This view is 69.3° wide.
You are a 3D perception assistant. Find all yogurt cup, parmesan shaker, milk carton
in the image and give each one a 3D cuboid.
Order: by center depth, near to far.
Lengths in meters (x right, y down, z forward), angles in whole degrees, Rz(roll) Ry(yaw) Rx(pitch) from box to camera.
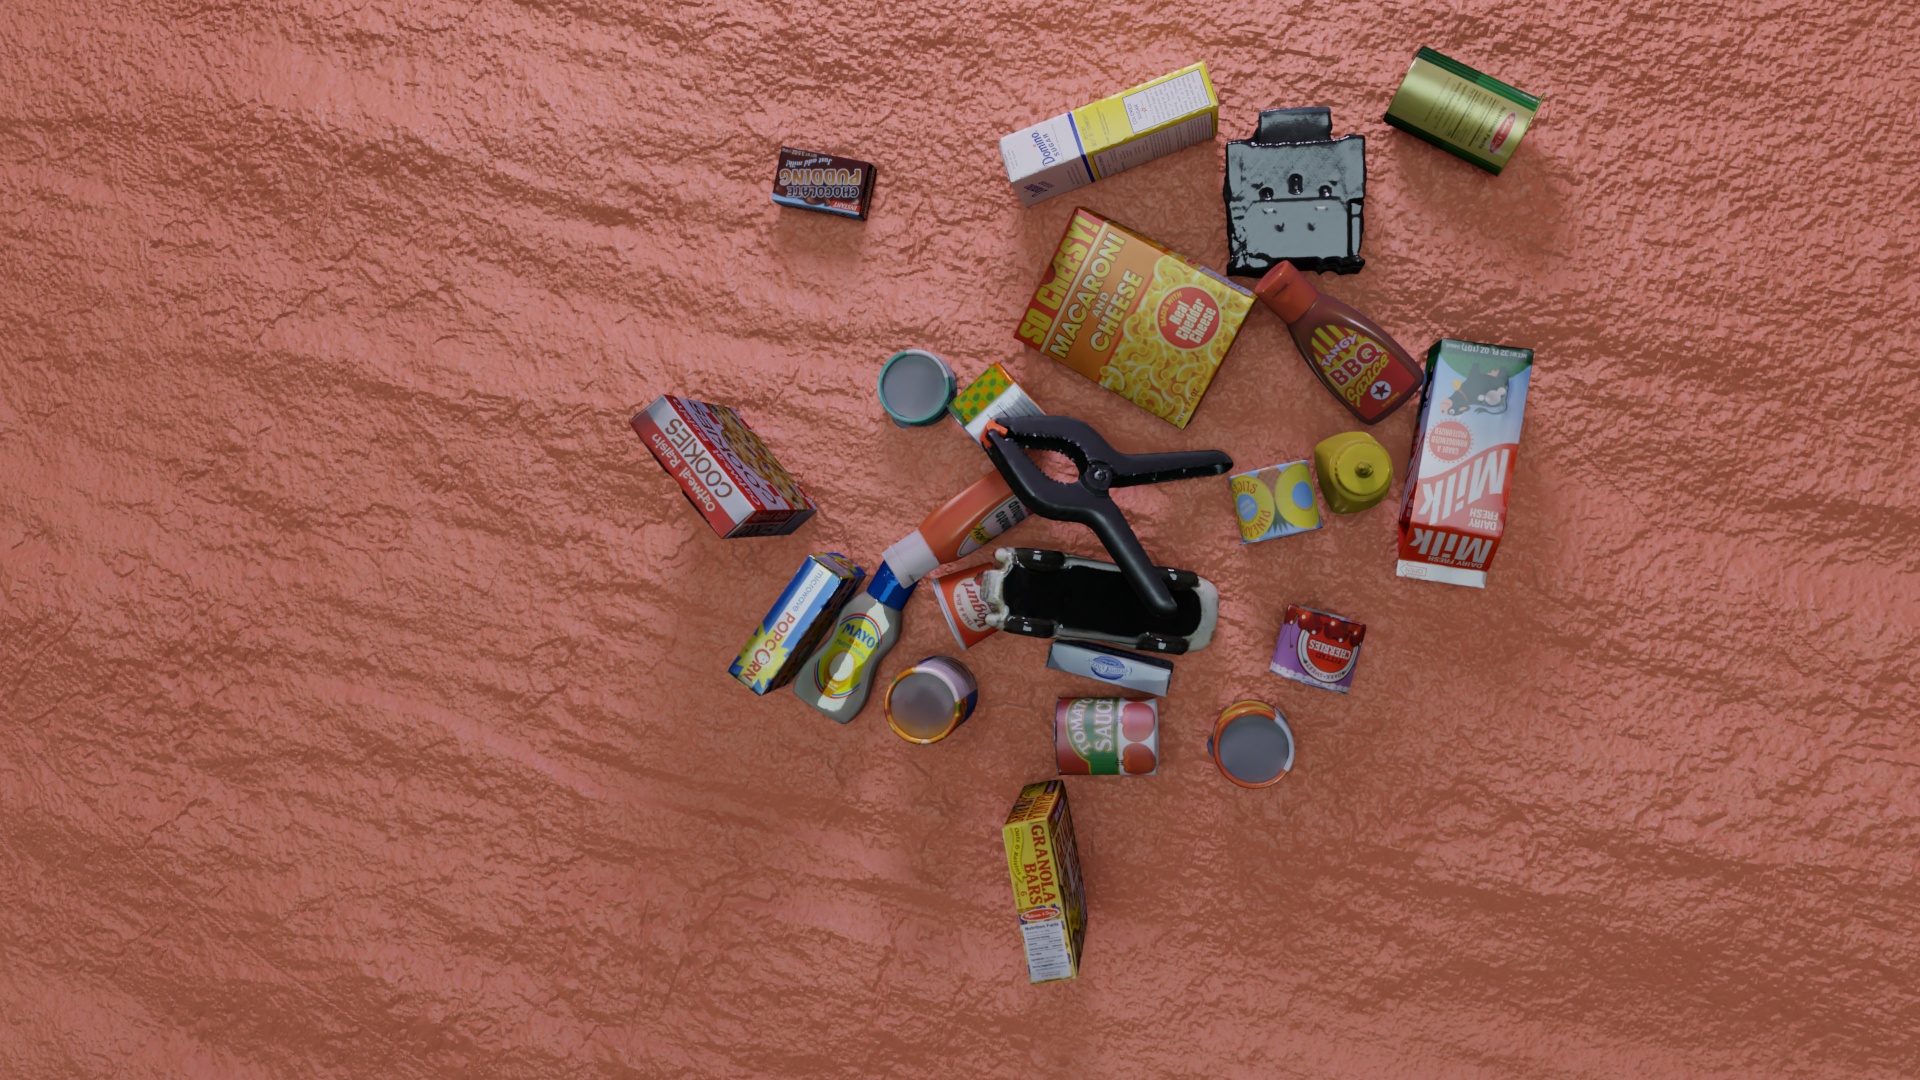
[{"bbox_3d":[0.402,-0.346,1.111,0.103,0.071,0.071,30,96,9],"label":"parmesan shaker"},{"bbox_3d":[0.399,-0.060,1.111,0.072,0.073,0.190,9,93,10],"label":"milk carton"},{"bbox_3d":[0.013,0.053,1.187,0.054,0.072,0.072,-24,87,2],"label":"yogurt cup"}]

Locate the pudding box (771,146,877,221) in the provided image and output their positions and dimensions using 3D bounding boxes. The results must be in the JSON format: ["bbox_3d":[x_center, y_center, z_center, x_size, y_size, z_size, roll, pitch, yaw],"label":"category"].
[{"bbox_3d":[-0.120,-0.314,1.224,0.084,0.030,0.049,13,94,10],"label":"pudding box"}]

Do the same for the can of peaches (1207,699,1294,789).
[{"bbox_3d":[0.240,0.169,1.149,0.071,0.058,0.071,0,91,10],"label":"can of peaches"}]

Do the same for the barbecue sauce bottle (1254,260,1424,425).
[{"bbox_3d":[0.301,-0.163,1.120,0.148,0.044,0.064,41,117,-11],"label":"barbecue sauce bottle"}]

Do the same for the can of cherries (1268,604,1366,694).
[{"bbox_3d":[0.293,0.088,1.132,0.071,0.071,0.058,16,93,10],"label":"can of cherries"}]

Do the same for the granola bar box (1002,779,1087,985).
[{"bbox_3d":[0.072,0.271,1.126,0.039,0.165,0.124,-11,89,8],"label":"granola bar box"}]

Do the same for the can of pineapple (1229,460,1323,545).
[{"bbox_3d":[0.257,-0.031,1.139,0.071,0.071,0.058,-13,88,10],"label":"can of pineapple"}]

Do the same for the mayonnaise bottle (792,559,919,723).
[{"bbox_3d":[-0.086,0.084,1.215,0.065,0.041,0.148,31,95,8],"label":"mayonnaise bottle"}]

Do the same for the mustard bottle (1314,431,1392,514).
[{"bbox_3d":[0.309,-0.053,1.083,0.049,0.160,0.065,-17,89,9],"label":"mustard bottle"}]

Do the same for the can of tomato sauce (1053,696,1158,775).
[{"bbox_3d":[0.123,0.163,1.164,0.083,0.071,0.071,-1,91,10],"label":"can of tomato sauce"}]

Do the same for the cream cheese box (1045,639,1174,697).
[{"bbox_3d":[0.127,0.105,1.171,0.104,0.053,0.024,13,96,10],"label":"cream cheese box"}]

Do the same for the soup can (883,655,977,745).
[{"bbox_3d":[-0.026,0.138,1.184,0.071,0.084,0.071,0,91,10],"label":"soup can"}]

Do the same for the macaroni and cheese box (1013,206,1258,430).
[{"bbox_3d":[0.144,-0.187,1.158,0.166,0.040,0.123,30,110,9],"label":"macaroni and cheese box"}]

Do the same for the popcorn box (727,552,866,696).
[{"bbox_3d":[-0.140,0.070,1.203,0.038,0.085,0.126,37,96,7],"label":"popcorn box"}]

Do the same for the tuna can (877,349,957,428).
[{"bbox_3d":[-0.039,-0.131,1.209,0.071,0.033,0.071,0,90,10],"label":"tuna can"}]

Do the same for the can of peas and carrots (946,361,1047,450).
[{"bbox_3d":[0.031,-0.111,1.182,0.058,0.071,0.071,-42,84,8],"label":"can of peas and carrots"}]

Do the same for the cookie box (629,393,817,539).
[{"bbox_3d":[-0.196,-0.059,1.170,0.040,0.167,0.123,-41,84,9],"label":"cookie box"}]

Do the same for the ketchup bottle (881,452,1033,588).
[{"bbox_3d":[0.004,-0.015,1.174,0.149,0.064,0.043,-33,64,-3],"label":"ketchup bottle"}]
